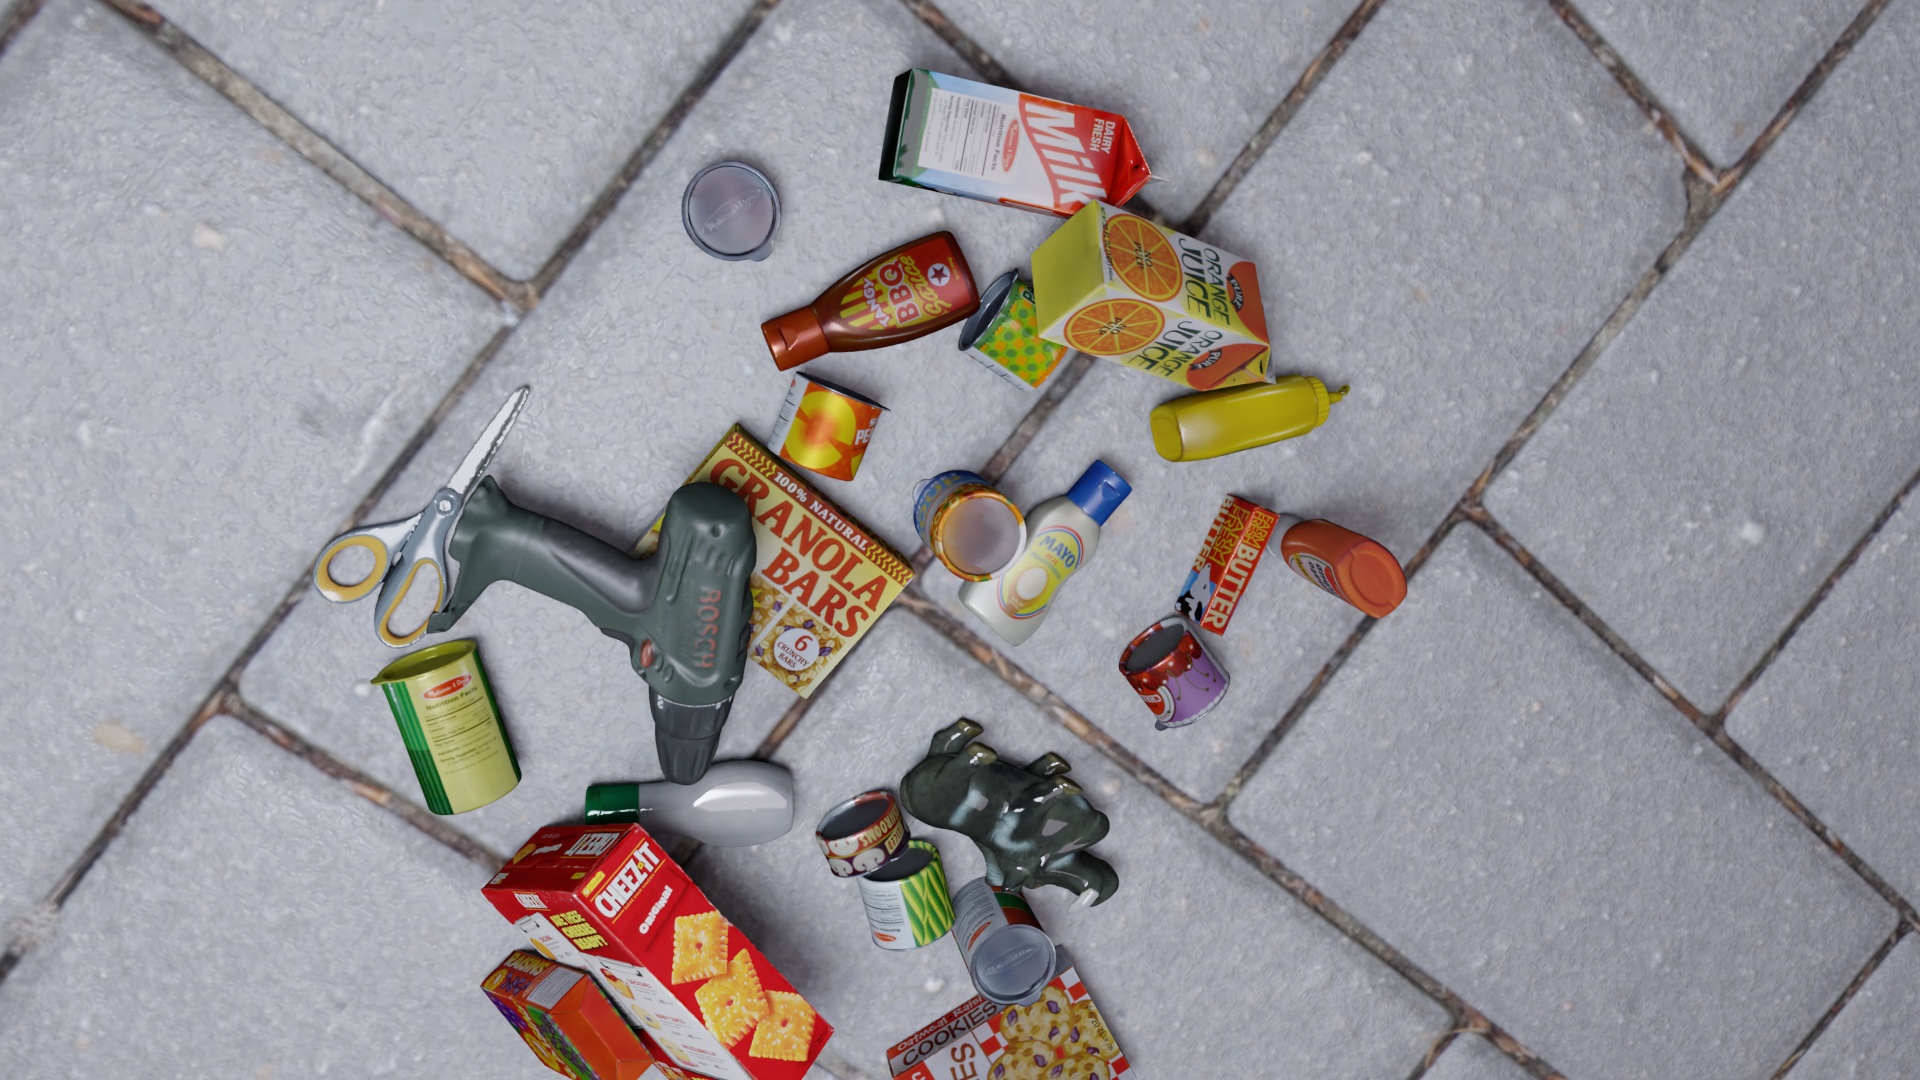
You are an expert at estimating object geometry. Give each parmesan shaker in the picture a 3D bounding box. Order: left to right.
[{"bbox_3d":[-0.352,0.129,0.954,0.071,0.071,0.102,-16,106,-9],"label":"parmesan shaker"}]

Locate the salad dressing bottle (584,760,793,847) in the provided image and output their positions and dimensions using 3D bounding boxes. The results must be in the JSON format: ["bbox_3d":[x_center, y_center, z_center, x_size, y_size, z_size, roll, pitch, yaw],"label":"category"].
[{"bbox_3d":[-0.198,0.195,1.018,0.148,0.044,0.064,0,109,-12],"label":"salad dressing bottle"}]

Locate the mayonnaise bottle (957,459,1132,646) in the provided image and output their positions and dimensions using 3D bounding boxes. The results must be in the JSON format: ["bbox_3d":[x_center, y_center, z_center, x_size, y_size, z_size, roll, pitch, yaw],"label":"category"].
[{"bbox_3d":[0.067,0.006,1.039,0.064,0.041,0.148,40,91,-16],"label":"mayonnaise bottle"}]

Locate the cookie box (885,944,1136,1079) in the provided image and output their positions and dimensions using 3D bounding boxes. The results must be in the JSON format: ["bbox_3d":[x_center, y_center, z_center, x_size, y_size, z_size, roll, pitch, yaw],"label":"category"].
[{"bbox_3d":[0.041,0.425,1.124,0.167,0.040,0.122,-30,107,-5],"label":"cookie box"}]

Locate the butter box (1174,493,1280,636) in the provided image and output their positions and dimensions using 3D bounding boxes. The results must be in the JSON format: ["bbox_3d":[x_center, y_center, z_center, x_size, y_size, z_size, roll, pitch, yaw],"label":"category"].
[{"bbox_3d":[0.204,0.017,1.067,0.024,0.053,0.103,22,96,-19],"label":"butter box"}]

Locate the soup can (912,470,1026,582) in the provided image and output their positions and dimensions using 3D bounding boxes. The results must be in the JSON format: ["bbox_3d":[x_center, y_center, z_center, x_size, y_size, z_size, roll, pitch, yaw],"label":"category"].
[{"bbox_3d":[0.004,-0.013,0.998,0.071,0.084,0.071,-3,103,-12],"label":"soup can"}]

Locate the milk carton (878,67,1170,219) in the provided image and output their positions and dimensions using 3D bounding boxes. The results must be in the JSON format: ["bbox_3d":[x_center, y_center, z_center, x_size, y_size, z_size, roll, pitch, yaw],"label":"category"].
[{"bbox_3d":[0.046,-0.267,0.960,0.191,0.072,0.073,8,100,-14],"label":"milk carton"}]

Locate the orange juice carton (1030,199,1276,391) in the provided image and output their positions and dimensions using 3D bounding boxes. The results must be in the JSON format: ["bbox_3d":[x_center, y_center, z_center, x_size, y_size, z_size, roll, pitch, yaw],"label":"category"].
[{"bbox_3d":[0.149,-0.164,0.979,0.193,0.072,0.072,13,60,-31],"label":"orange juice carton"}]

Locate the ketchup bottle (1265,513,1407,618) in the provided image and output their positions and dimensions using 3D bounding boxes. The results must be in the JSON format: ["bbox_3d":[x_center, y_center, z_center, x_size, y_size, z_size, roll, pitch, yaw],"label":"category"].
[{"bbox_3d":[0.271,0.011,1.031,0.043,0.149,0.064,-41,107,-1],"label":"ketchup bottle"}]

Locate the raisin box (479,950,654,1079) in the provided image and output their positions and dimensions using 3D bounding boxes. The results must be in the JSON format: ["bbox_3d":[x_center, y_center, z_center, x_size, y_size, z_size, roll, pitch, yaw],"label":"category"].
[{"bbox_3d":[-0.282,0.342,0.989,0.040,0.123,0.086,-44,112,-35],"label":"raisin box"}]

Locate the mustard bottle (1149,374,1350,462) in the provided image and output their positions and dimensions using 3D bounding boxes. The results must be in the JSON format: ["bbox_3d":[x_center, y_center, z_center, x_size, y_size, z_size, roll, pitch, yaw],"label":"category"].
[{"bbox_3d":[0.225,-0.095,1.044,0.160,0.065,0.048,-13,101,-14],"label":"mustard bottle"}]

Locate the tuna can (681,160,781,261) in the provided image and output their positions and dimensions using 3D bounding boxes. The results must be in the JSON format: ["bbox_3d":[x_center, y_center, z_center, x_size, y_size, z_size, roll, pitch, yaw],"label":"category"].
[{"bbox_3d":[-0.154,-0.221,0.943,0.071,0.033,0.071,-3,103,-12],"label":"tuna can"}]

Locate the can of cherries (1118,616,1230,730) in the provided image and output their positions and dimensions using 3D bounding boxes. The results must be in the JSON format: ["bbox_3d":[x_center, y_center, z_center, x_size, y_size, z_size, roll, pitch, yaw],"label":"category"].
[{"bbox_3d":[0.162,0.103,1.068,0.071,0.071,0.058,-39,108,-2],"label":"can of cherries"}]

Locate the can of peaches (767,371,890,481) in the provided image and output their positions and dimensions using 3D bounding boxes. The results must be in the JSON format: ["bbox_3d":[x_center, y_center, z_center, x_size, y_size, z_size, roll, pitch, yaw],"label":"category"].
[{"bbox_3d":[-0.092,-0.079,0.970,0.071,0.071,0.058,21,97,-16],"label":"can of peaches"}]

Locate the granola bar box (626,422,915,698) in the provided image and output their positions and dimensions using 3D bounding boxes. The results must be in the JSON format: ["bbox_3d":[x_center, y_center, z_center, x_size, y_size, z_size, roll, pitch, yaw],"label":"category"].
[{"bbox_3d":[-0.136,0.015,0.993,0.165,0.039,0.124,40,95,-18],"label":"granola bar box"}]

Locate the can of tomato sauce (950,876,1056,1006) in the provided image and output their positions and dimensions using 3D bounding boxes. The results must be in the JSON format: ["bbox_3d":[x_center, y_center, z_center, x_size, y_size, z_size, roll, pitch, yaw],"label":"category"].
[{"bbox_3d":[0.032,0.309,1.075,0.071,0.083,0.071,-3,103,-12],"label":"can of tomato sauce"}]

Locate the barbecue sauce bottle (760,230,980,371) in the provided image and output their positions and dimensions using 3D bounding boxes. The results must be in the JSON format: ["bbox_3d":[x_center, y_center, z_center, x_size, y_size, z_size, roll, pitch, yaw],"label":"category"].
[{"bbox_3d":[-0.064,-0.162,0.970,0.149,0.043,0.065,-23,91,-7],"label":"barbecue sauce bottle"}]

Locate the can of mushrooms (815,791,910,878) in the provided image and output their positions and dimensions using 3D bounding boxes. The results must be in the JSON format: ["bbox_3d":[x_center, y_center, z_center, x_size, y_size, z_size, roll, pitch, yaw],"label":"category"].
[{"bbox_3d":[-0.072,0.219,1.038,0.071,0.071,0.033,-25,105,-7],"label":"can of mushrooms"}]

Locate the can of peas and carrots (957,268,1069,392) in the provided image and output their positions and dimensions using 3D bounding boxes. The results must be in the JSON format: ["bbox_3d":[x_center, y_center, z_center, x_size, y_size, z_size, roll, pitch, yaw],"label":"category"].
[{"bbox_3d":[0.042,-0.149,0.986,0.058,0.071,0.071,32,94,-18],"label":"can of peas and carrots"}]

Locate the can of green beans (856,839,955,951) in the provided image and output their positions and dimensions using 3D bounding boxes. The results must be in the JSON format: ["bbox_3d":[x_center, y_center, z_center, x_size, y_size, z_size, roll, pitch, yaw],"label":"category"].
[{"bbox_3d":[-0.042,0.269,1.058,0.071,0.071,0.057,-15,105,-9],"label":"can of green beans"}]
